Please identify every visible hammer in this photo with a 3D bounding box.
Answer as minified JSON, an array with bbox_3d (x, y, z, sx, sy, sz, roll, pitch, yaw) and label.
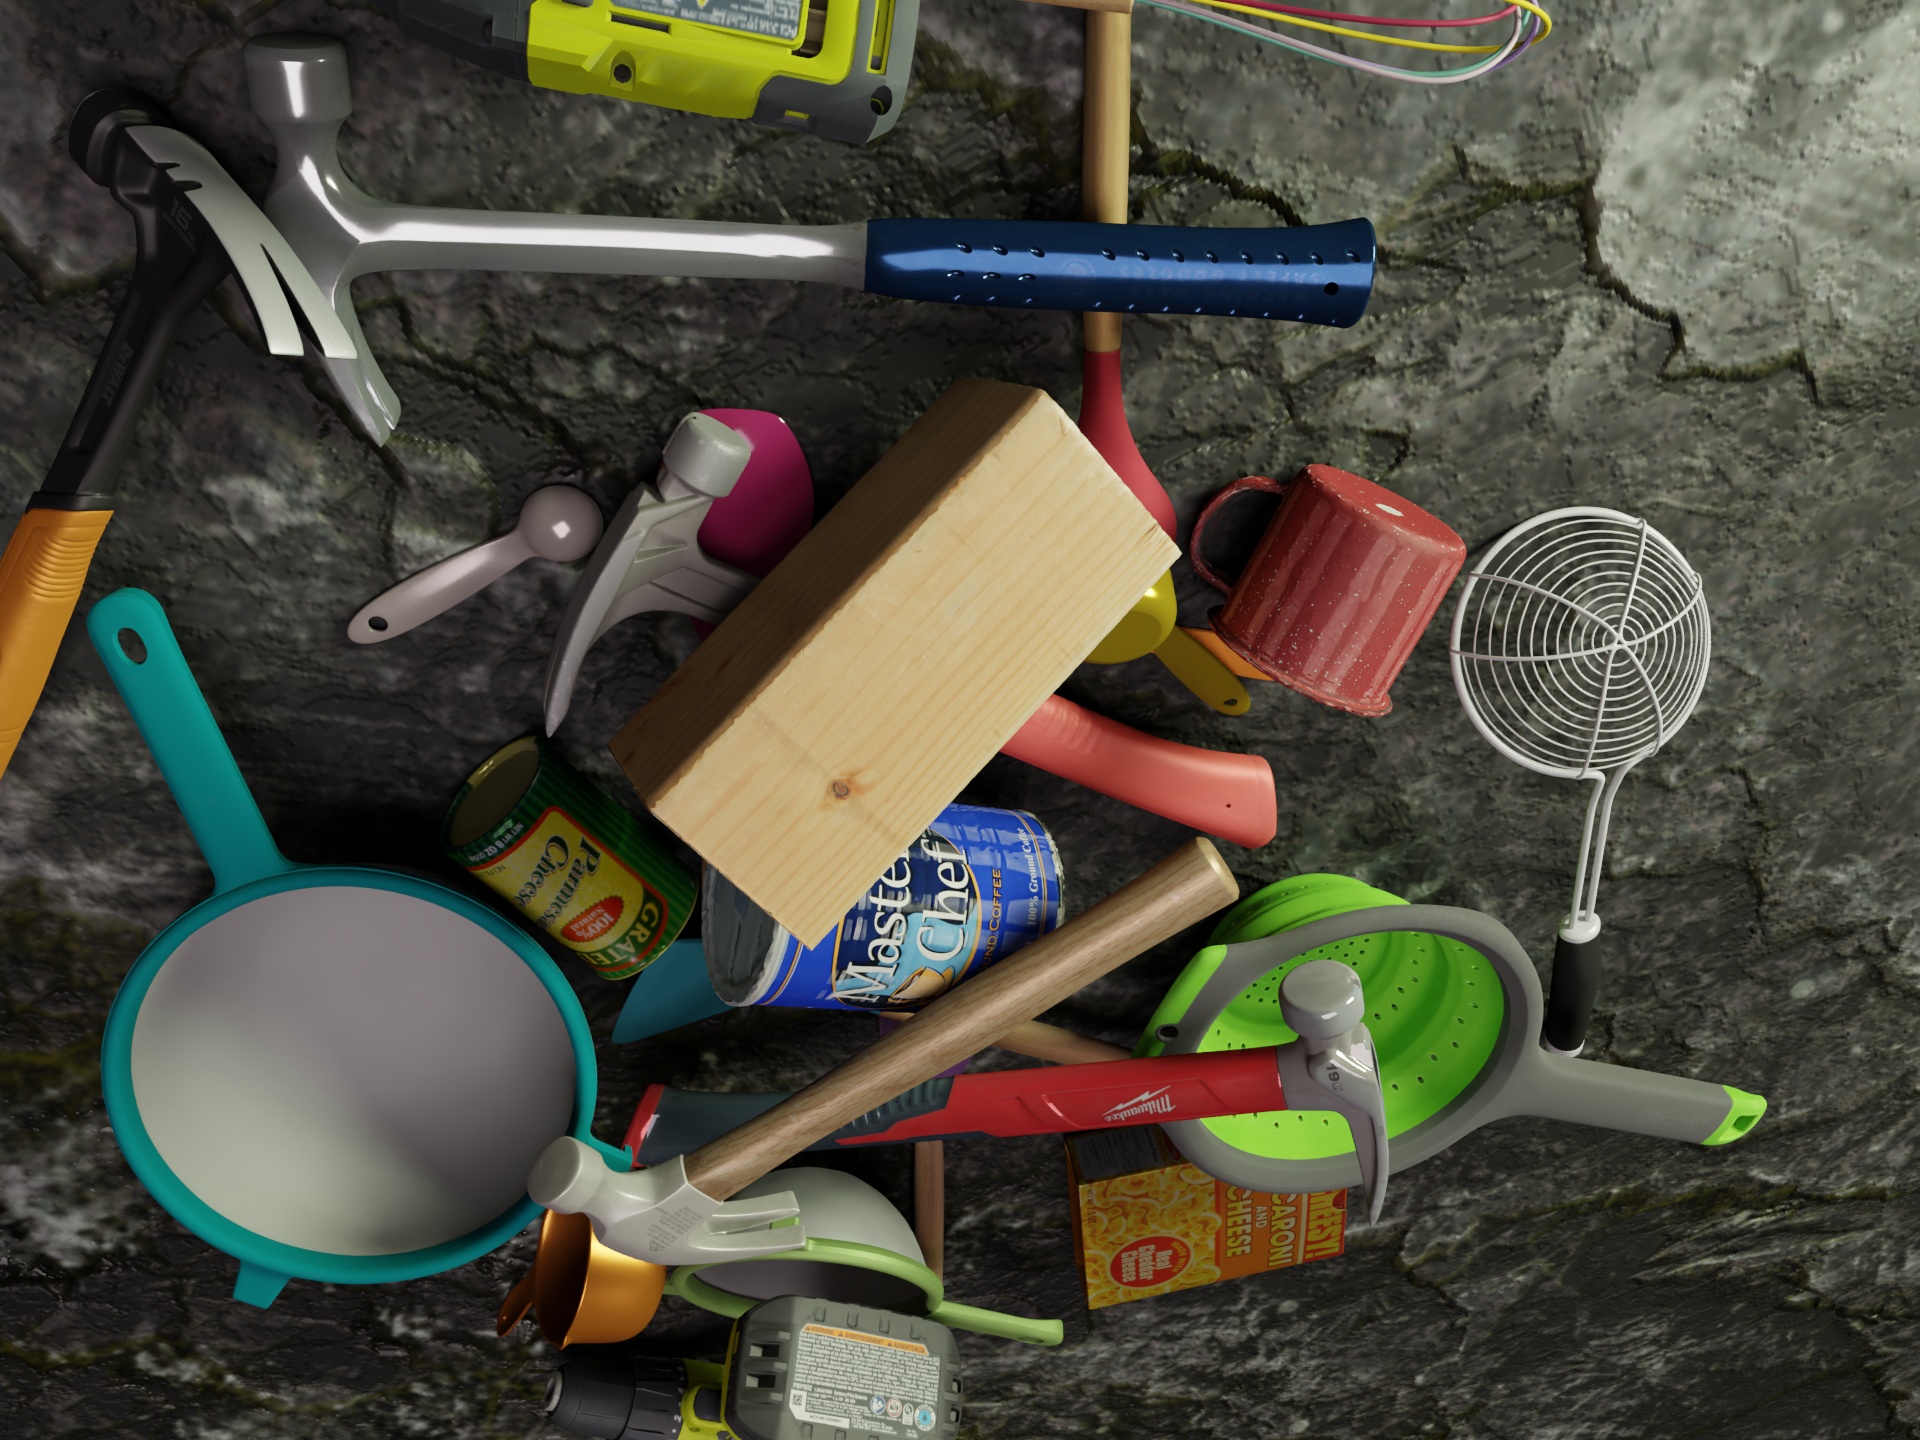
[{"bbox_3d":[-0.023,0.151,0.711,0.331,0.031,0.129,-33,134,10],"label":"hammer"},{"bbox_3d":[-0.001,-0.002,0.727,0.358,0.037,0.149,22,112,-27],"label":"hammer"},{"bbox_3d":[-0.047,-0.170,0.599,0.405,0.035,0.144,1,124,-6],"label":"hammer"},{"bbox_3d":[-0.341,-0.059,0.606,0.127,0.034,0.336,47,118,14],"label":"hammer"},{"bbox_3d":[0.014,0.204,0.796,0.386,0.038,0.143,-9,119,16],"label":"hammer"}]

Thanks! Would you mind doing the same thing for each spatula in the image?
[{"bbox_3d":[-0.018,0.162,0.830,0.317,0.044,0.082,17,127,-20],"label":"spatula"},{"bbox_3d":[-0.016,0.248,0.920,0.059,0.018,0.315,-4,124,-8],"label":"spatula"}]

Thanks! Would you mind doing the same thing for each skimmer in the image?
[{"bbox_3d":[0.322,0.052,0.849,0.127,0.090,0.362,-18,136,-2],"label":"skimmer"}]

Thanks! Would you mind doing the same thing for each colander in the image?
[{"bbox_3d":[0.268,0.167,0.875,0.397,0.095,0.204,13,120,-20],"label":"colander"}]

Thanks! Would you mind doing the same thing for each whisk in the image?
[{"bbox_3d":[0.083,-0.258,0.553,0.245,0.047,0.051,8,122,1],"label":"whisk"}]

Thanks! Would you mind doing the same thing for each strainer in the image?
[{"bbox_3d":[-0.293,0.091,0.724,0.211,0.095,0.340,-19,109,-1],"label":"strainer"},{"bbox_3d":[-0.041,0.309,0.921,0.256,0.069,0.151,24,140,-30],"label":"strainer"}]

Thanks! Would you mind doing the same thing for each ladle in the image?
[{"bbox_3d":[0.059,-0.176,0.642,0.069,0.031,0.315,-6,123,-5],"label":"ladle"}]

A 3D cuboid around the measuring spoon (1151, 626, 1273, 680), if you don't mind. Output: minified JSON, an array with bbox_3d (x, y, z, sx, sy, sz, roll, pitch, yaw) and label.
[{"bbox_3d":[0.116,-0.033,0.759,0.117,0.011,0.021,10,121,-18],"label":"measuring spoon"}]

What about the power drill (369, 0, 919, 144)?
[{"bbox_3d":[-0.089,-0.293,0.449,0.171,0.080,0.223,6,99,-14],"label":"power drill"}]

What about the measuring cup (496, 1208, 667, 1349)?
[{"bbox_3d":[-0.216,0.319,0.902,0.052,0.095,0.173,12,140,-28],"label":"measuring cup"}]

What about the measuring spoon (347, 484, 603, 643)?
[{"bbox_3d":[-0.207,-0.060,0.671,0.124,0.018,0.034,-27,125,8],"label":"measuring spoon"}]

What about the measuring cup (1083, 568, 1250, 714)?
[{"bbox_3d":[0.095,-0.027,0.727,0.062,0.029,0.156,-26,141,27],"label":"measuring cup"}]

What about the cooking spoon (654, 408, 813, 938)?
[{"bbox_3d":[-0.109,0.007,0.736,0.068,0.017,0.318,0,123,-12],"label":"cooking spoon"}]

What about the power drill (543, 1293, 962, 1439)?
[{"bbox_3d":[-0.122,0.396,0.925,0.190,0.080,0.228,21,144,-24],"label":"power drill"}]
